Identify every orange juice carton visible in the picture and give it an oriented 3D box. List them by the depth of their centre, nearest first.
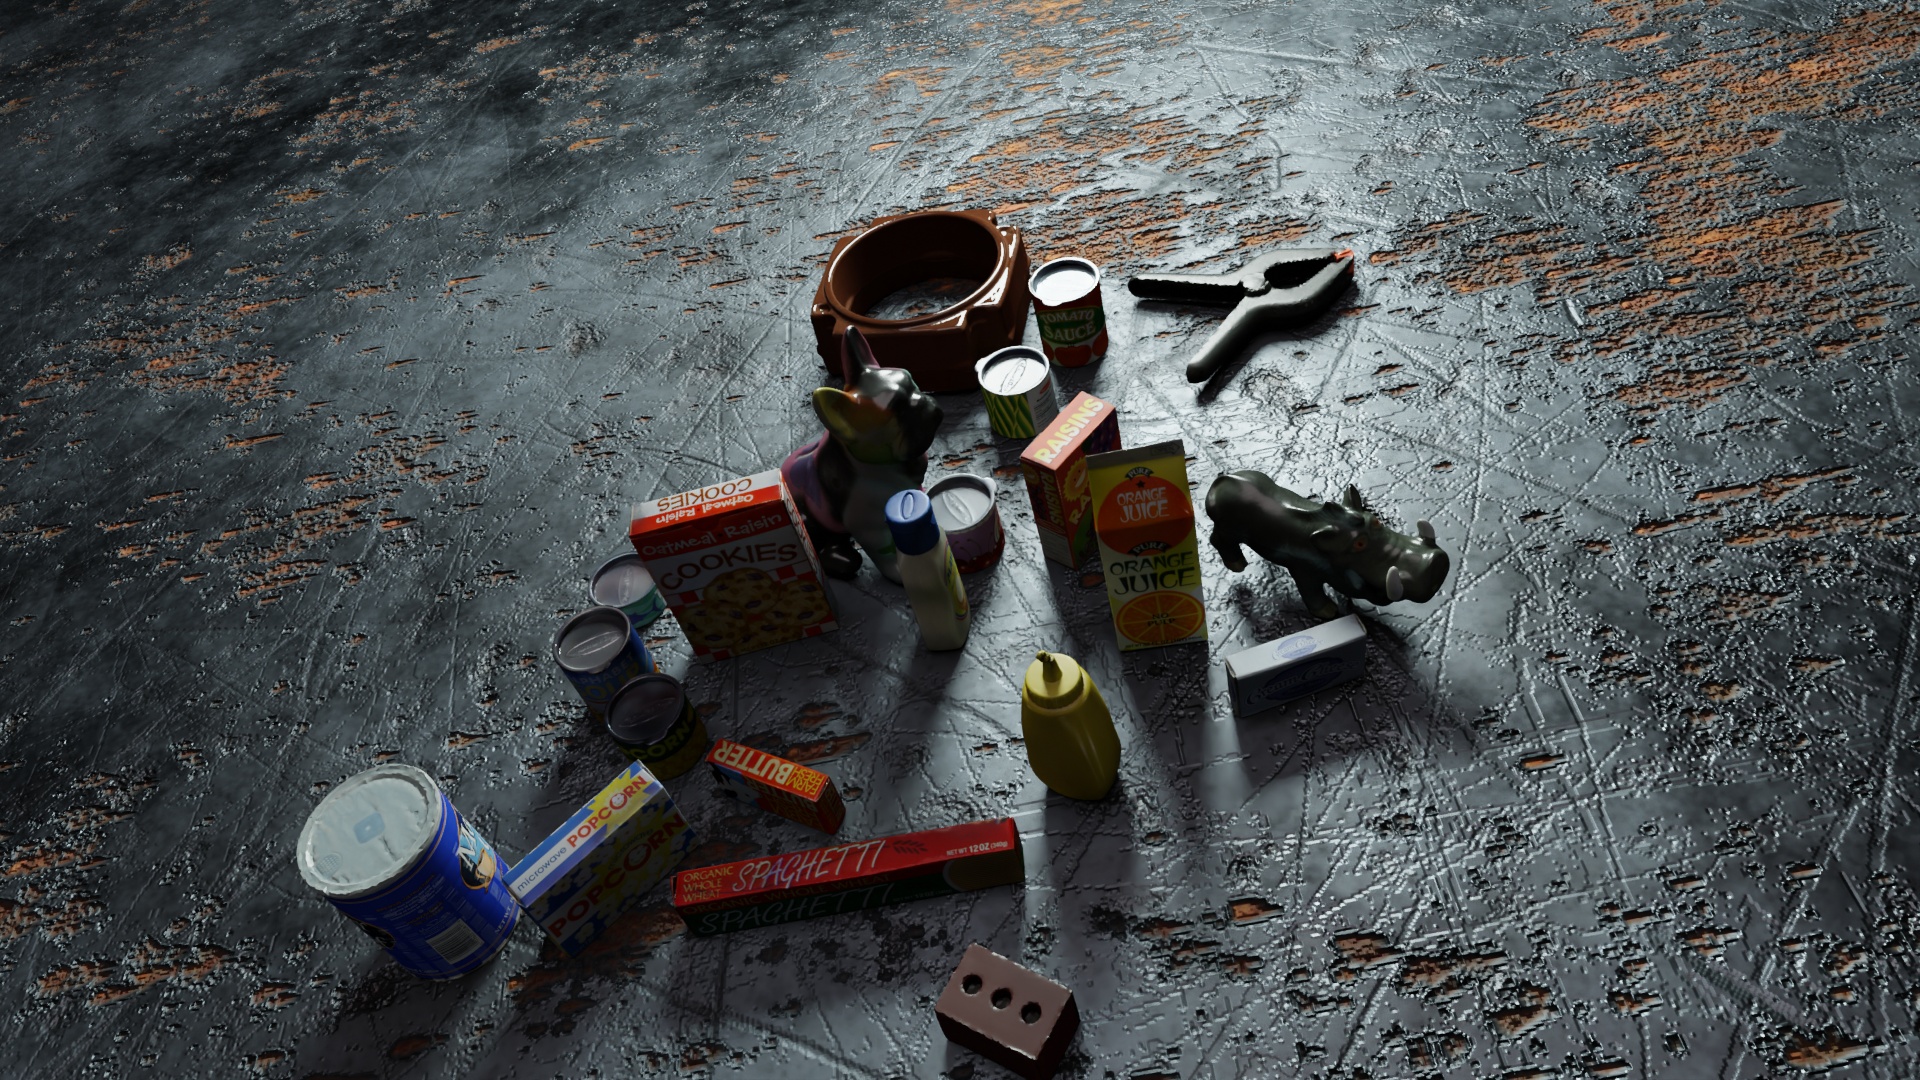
[{"bbox_3d":[0.141,-0.004,1.051,0.072,0.191,0.073,-9,48,8],"label":"orange juice carton"}]

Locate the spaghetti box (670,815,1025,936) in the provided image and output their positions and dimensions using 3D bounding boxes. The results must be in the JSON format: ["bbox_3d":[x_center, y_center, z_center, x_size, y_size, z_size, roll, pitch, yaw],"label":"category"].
[{"bbox_3d":[-0.080,0.240,0.988,0.250,0.050,0.029,-11,47,5],"label":"spaghetti box"}]

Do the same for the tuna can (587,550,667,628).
[{"bbox_3d":[-0.291,0.044,1.232,0.071,0.032,0.071,-8,48,8],"label":"tuna can"}]

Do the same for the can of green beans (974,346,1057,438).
[{"bbox_3d":[0.054,-0.137,1.286,0.071,0.057,0.071,-8,48,8],"label":"can of green beans"}]

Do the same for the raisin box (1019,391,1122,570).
[{"bbox_3d":[0.097,-0.048,1.150,0.040,0.122,0.086,27,60,33],"label":"raisin box"}]

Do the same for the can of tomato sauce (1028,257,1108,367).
[{"bbox_3d":[0.104,-0.216,1.326,0.071,0.082,0.071,-8,48,9],"label":"can of tomato sauce"}]

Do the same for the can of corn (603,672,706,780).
[{"bbox_3d":[-0.241,0.150,1.106,0.071,0.058,0.071,-8,48,8],"label":"can of corn"}]

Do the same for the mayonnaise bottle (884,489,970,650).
[{"bbox_3d":[-0.025,0.022,1.102,0.041,0.147,0.065,-5,48,11],"label":"mayonnaise bottle"}]

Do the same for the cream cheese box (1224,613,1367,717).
[{"bbox_3d":[0.249,0.094,1.030,0.104,0.053,0.024,-18,47,-2],"label":"cream cheese box"}]

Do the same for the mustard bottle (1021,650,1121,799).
[{"bbox_3d":[0.074,0.123,0.977,0.065,0.159,0.049,10,53,23],"label":"mustard bottle"}]

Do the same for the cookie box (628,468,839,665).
[{"bbox_3d":[-0.180,0.025,1.128,0.123,0.166,0.040,-15,47,2],"label":"cookie box"}]

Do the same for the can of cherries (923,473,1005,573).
[{"bbox_3d":[0.004,-0.015,1.189,0.071,0.058,0.072,-8,48,8],"label":"can of cherries"}]

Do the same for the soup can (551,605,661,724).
[{"bbox_3d":[-0.287,0.107,1.140,0.071,0.083,0.072,-8,48,9],"label":"soup can"}]

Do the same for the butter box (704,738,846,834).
[{"bbox_3d":[-0.139,0.186,1.050,0.103,0.053,0.024,14,54,25],"label":"butter box"}]

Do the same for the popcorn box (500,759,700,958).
[{"bbox_3d":[-0.261,0.234,1.018,0.127,0.084,0.038,-42,52,-22],"label":"popcorn box"}]
